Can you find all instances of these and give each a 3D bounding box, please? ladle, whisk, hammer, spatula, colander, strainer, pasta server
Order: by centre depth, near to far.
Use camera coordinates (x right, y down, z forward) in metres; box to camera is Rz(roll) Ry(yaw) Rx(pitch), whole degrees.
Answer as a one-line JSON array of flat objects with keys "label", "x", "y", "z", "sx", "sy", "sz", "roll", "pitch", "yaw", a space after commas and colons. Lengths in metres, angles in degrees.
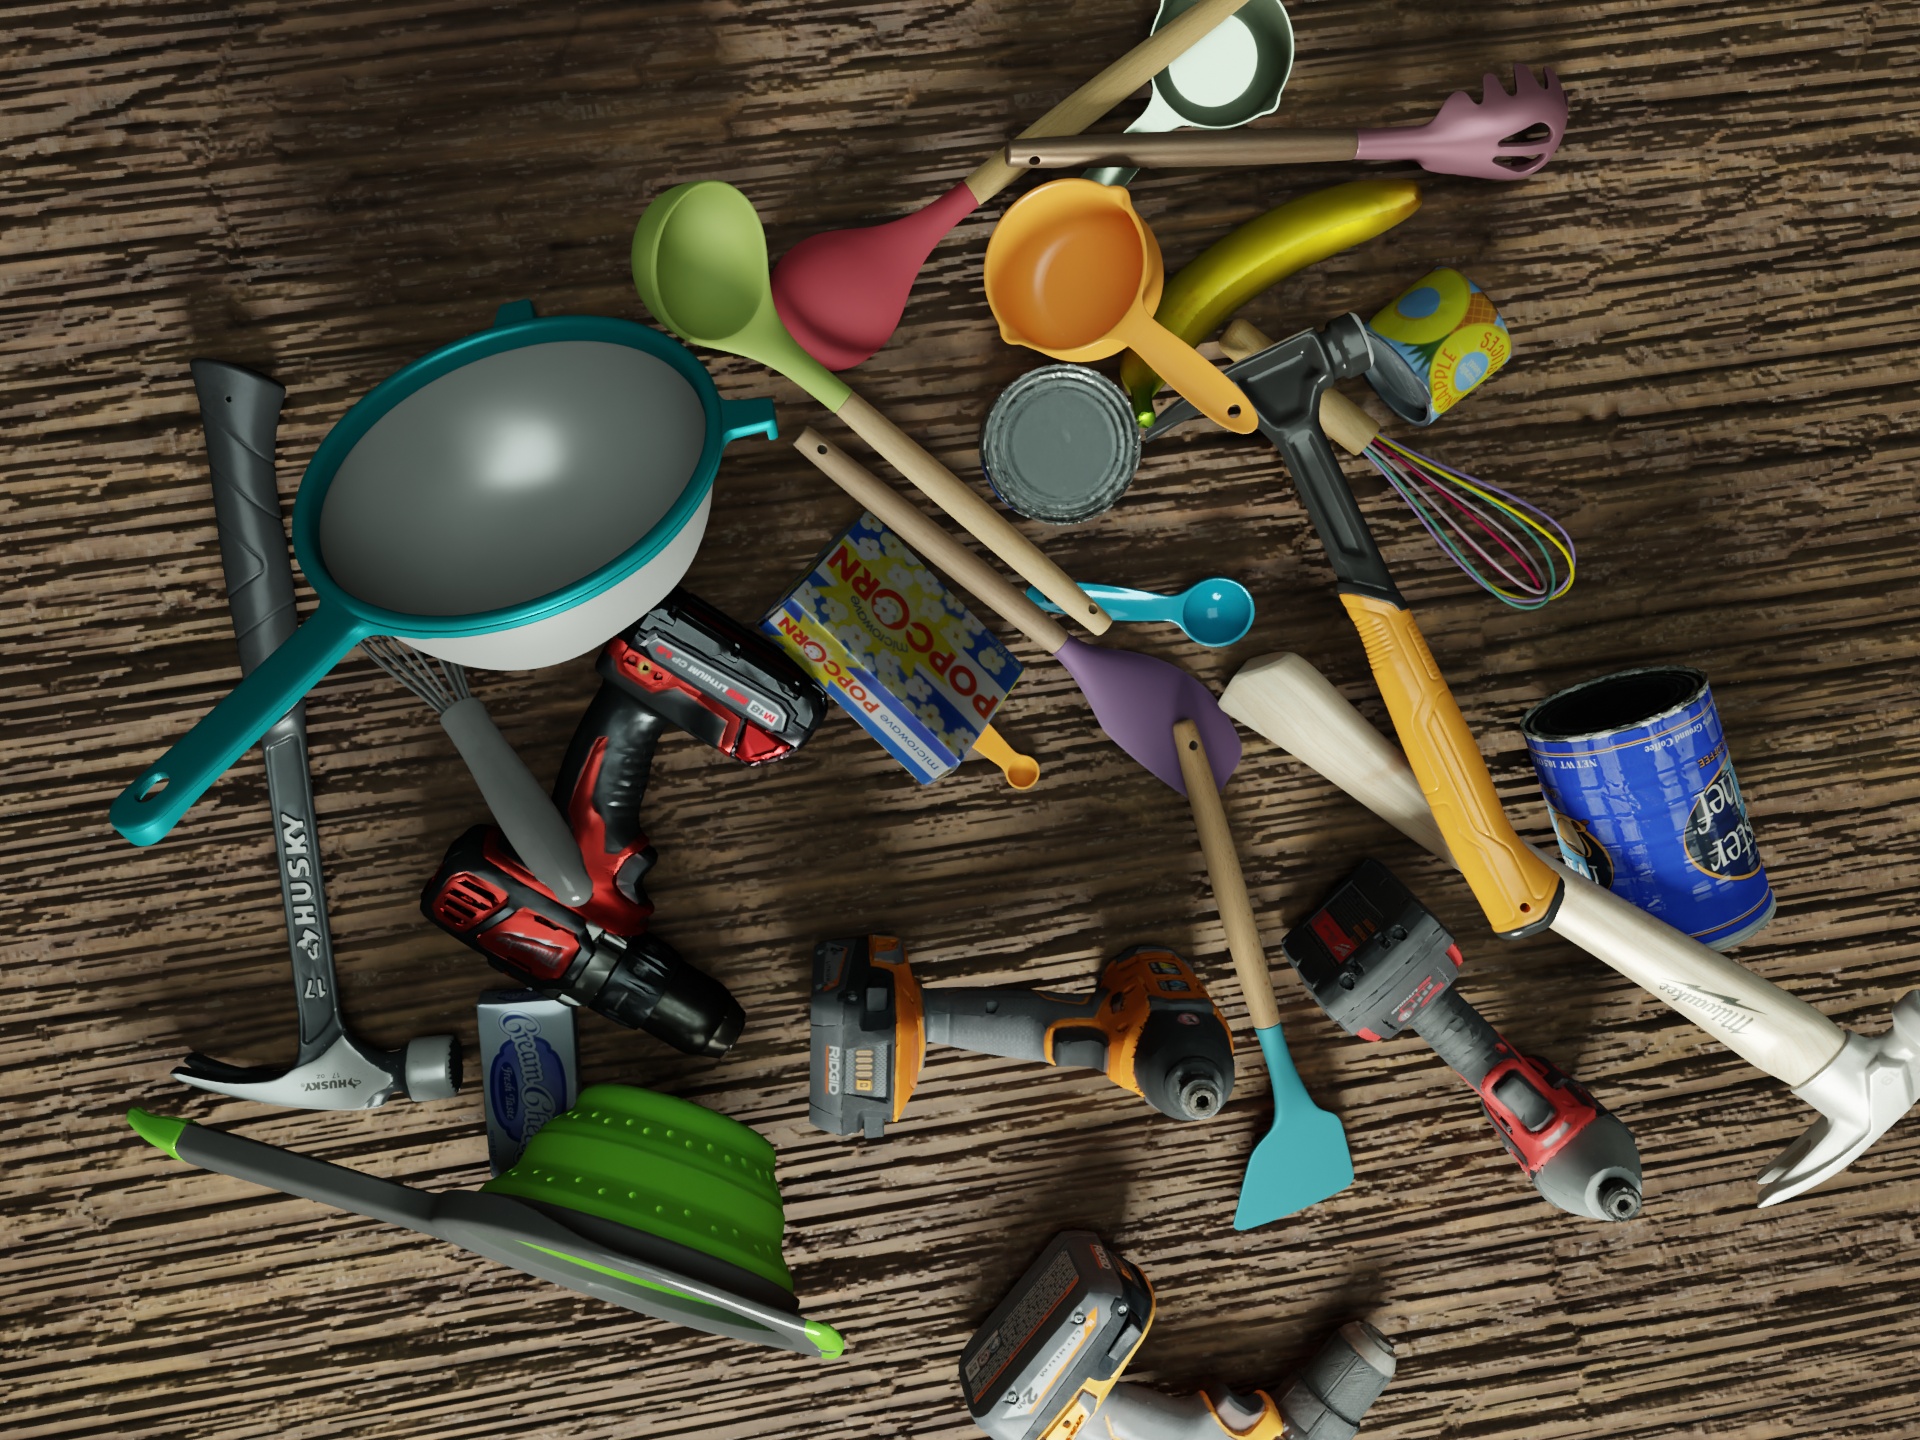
[{"label": "strainer", "x": -0.245, "y": -0.052, "z": 0.760, "sx": 0.211, "sy": 0.095, "sz": 0.340, "roll": 26, "pitch": 63, "yaw": 27}, {"label": "whisk", "x": -0.254, "y": -0.002, "z": 0.809, "sx": 0.055, "sy": 0.055, "sz": 0.239, "roll": -37, "pitch": 75, "yaw": 1}, {"label": "ladle", "x": -0.036, "y": -0.151, "z": 0.820, "sx": 0.320, "sy": 0.062, "sz": 0.078, "roll": 39, "pitch": 69, "yaw": -14}, {"label": "ladle", "x": 0.027, "y": -0.288, "z": 0.825, "sx": 0.315, "sy": 0.031, "sz": 0.069, "roll": -35, "pitch": 106, "yaw": 7}, {"label": "pasta server", "x": 0.177, "y": -0.304, "z": 0.831, "sx": 0.316, "sy": 0.040, "sz": 0.060, "roll": -5, "pitch": 138, "yaw": -10}, {"label": "hammer", "x": 0.220, "y": -0.040, "z": 0.839, "sx": 0.127, "sy": 0.034, "sz": 0.337, "roll": -25, "pitch": 85, "yaw": 6}, {"label": "colander", "x": -0.240, "y": 0.232, "z": 0.841, "sx": 0.397, "sy": 0.204, "sz": 0.095, "roll": 14, "pitch": 63, "yaw": 7}, {"label": "hammer", "x": -0.366, "y": 0.014, "z": 0.850, "sx": 0.149, "sy": 0.036, "sz": 0.409, "roll": -5, "pitch": 99, "yaw": -4}, {"label": "hammer", "x": 0.317, "y": 0.100, "z": 0.873, "sx": 0.411, "sy": 0.038, "sz": 0.146, "roll": 34, "pitch": 121, "yaw": 10}, {"label": "spatula", "x": 0.037, "y": -0.060, "z": 0.876, "sx": 0.315, "sy": 0.018, "sz": 0.060, "roll": 37, "pitch": 80, "yaw": -17}, {"label": "whisk", "x": 0.242, "y": -0.141, "z": 0.890, "sx": 0.245, "sy": 0.047, "sz": 0.051, "roll": 36, "pitch": 82, "yaw": -6}, {"label": "spatula", "x": 0.166, "y": 0.150, "z": 0.926, "sx": 0.082, "sy": 0.044, "sz": 0.317, "roll": -18, "pitch": 98, "yaw": -12}]

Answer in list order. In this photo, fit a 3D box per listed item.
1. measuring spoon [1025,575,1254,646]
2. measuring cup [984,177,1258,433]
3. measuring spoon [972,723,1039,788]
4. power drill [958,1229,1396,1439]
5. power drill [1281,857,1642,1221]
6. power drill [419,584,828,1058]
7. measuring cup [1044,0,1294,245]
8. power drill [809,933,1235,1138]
[{"label": "measuring spoon", "x": 0.101, "y": -0.069, "z": 0.899, "sx": 0.128, "sy": 0.021, "sz": 0.042, "roll": 6, "pitch": 117, "yaw": 2}, {"label": "measuring cup", "x": 0.091, "y": -0.202, "z": 0.817, "sx": 0.174, "sy": 0.052, "sz": 0.095, "roll": 44, "pitch": 107, "yaw": 13}, {"label": "measuring spoon", "x": -0.001, "y": -0.003, "z": 0.901, "sx": 0.117, "sy": 0.011, "sz": 0.021, "roll": 41, "pitch": 91, "yaw": -7}, {"label": "power drill", "x": 0.136, "y": 0.395, "z": 0.944, "sx": 0.226, "sy": 0.084, "sz": 0.185, "roll": 39, "pitch": 93, "yaw": -15}, {"label": "power drill", "x": 0.291, "y": 0.188, "z": 0.895, "sx": 0.219, "sy": 0.143, "sz": 0.078, "roll": 44, "pitch": 97, "yaw": -9}, {"label": "power drill", "x": -0.158, "y": 0.061, "z": 0.860, "sx": 0.188, "sy": 0.080, "sz": 0.226, "roll": 33, "pitch": 97, "yaw": -10}, {"label": "measuring cup", "x": 0.105, "y": -0.320, "z": 0.851, "sx": 0.083, "sy": 0.038, "sz": 0.167, "roll": 42, "pitch": 105, "yaw": -10}, {"label": "power drill", "x": 0.033, "y": 0.172, "z": 0.854, "sx": 0.226, "sy": 0.164, "sz": 0.084, "roll": 1, "pitch": 100, "yaw": -4}]
